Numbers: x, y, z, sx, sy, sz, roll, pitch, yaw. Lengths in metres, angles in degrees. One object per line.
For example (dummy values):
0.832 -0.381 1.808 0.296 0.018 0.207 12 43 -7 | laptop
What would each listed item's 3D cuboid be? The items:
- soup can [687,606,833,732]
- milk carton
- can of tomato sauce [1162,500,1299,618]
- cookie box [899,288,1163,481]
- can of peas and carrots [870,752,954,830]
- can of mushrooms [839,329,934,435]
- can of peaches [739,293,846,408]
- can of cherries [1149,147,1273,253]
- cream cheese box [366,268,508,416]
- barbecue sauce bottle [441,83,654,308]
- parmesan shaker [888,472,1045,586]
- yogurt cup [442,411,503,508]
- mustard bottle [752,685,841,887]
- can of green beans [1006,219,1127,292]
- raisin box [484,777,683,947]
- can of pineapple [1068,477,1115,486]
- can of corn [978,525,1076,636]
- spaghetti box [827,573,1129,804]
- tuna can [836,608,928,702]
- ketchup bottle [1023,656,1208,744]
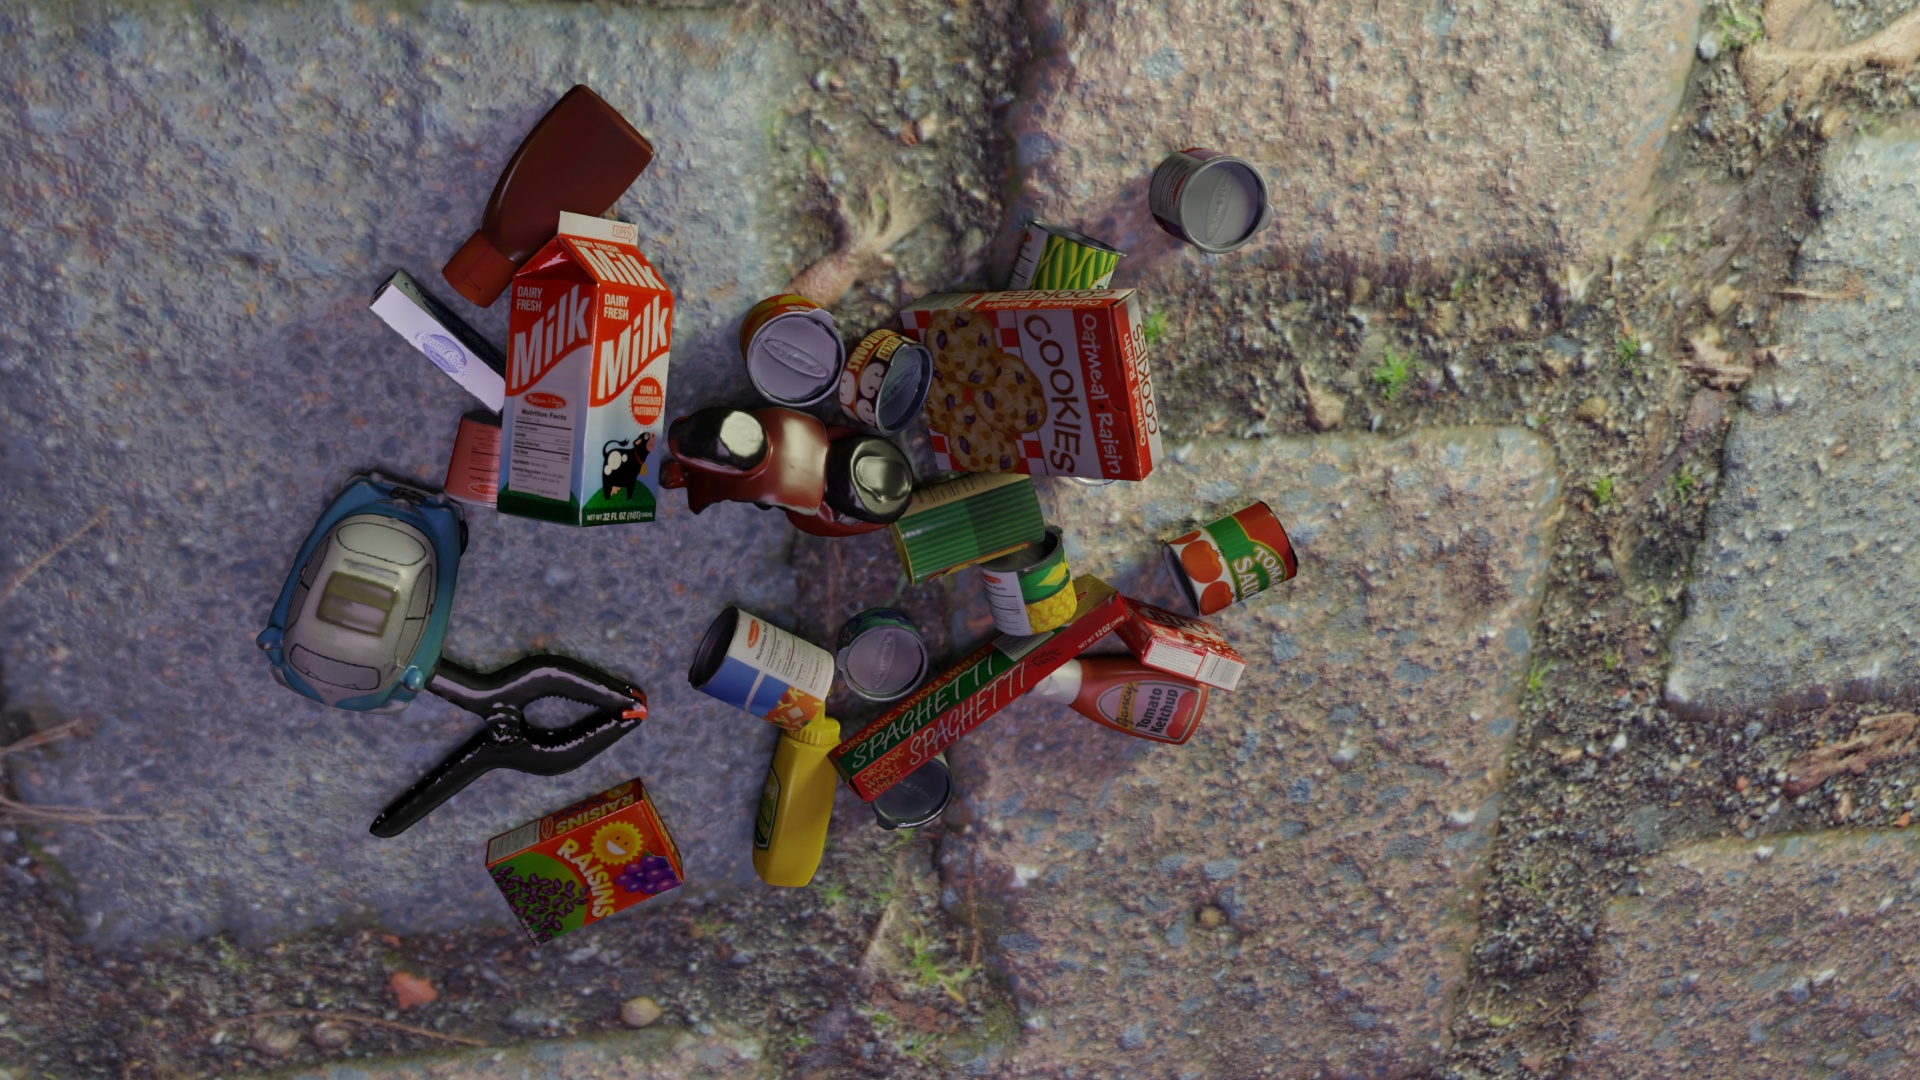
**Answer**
-0.147 0.097 1.020 0.084 0.071 0.071 29 102 -24 | soup can
-0.236 -0.108 0.879 0.073 0.072 0.190 9 98 27 | milk carton
0.210 0.017 1.079 0.083 0.071 0.071 -24 116 -4 | can of tomato sauce
0.048 -0.105 0.941 0.040 0.167 0.122 -41 126 -45 | cookie box
-0.045 0.183 1.086 0.071 0.059 0.070 -5 114 -12 | can of peas and carrots
-0.050 -0.109 0.938 0.071 0.033 0.070 -46 151 -35 | can of mushrooms
-0.113 -0.131 0.938 0.071 0.058 0.071 -5 113 -12 | can of peaches
0.175 -0.237 0.971 0.071 0.058 0.071 -5 112 -13 | can of cherries
-0.326 -0.126 0.885 0.024 0.053 0.103 -45 116 4 | cream cheese box
-0.264 -0.211 0.873 0.148 0.044 0.065 -46 116 7 | barbecue sauce bottle
0.004 -0.013 1.011 0.103 0.071 0.071 -18 116 -7 | parmesan shaker
-0.303 -0.054 0.917 0.072 0.072 0.053 6 102 -17 | yogurt cup
-0.122 0.183 1.066 0.049 0.065 0.159 9 102 -23 | mustard bottle
0.070 -0.183 0.961 0.071 0.071 0.057 13 109 -20 | can of green beans
-0.285 0.245 1.058 0.123 0.040 0.085 -22 115 -6 | raisin box
0.093 -0.080 1.014 0.071 0.058 0.070 -5 113 -13 | can of pineapple
0.052 0.029 1.045 0.071 0.071 0.058 -19 116 -7 | can of corn
0.014 0.109 1.050 0.251 0.050 0.028 -34 117 -12 | spaghetti box
-0.062 0.087 1.056 0.071 0.033 0.070 -6 113 -13 | tuna can
0.122 0.121 1.114 0.149 0.044 0.064 14 108 -19 | ketchup bottle
